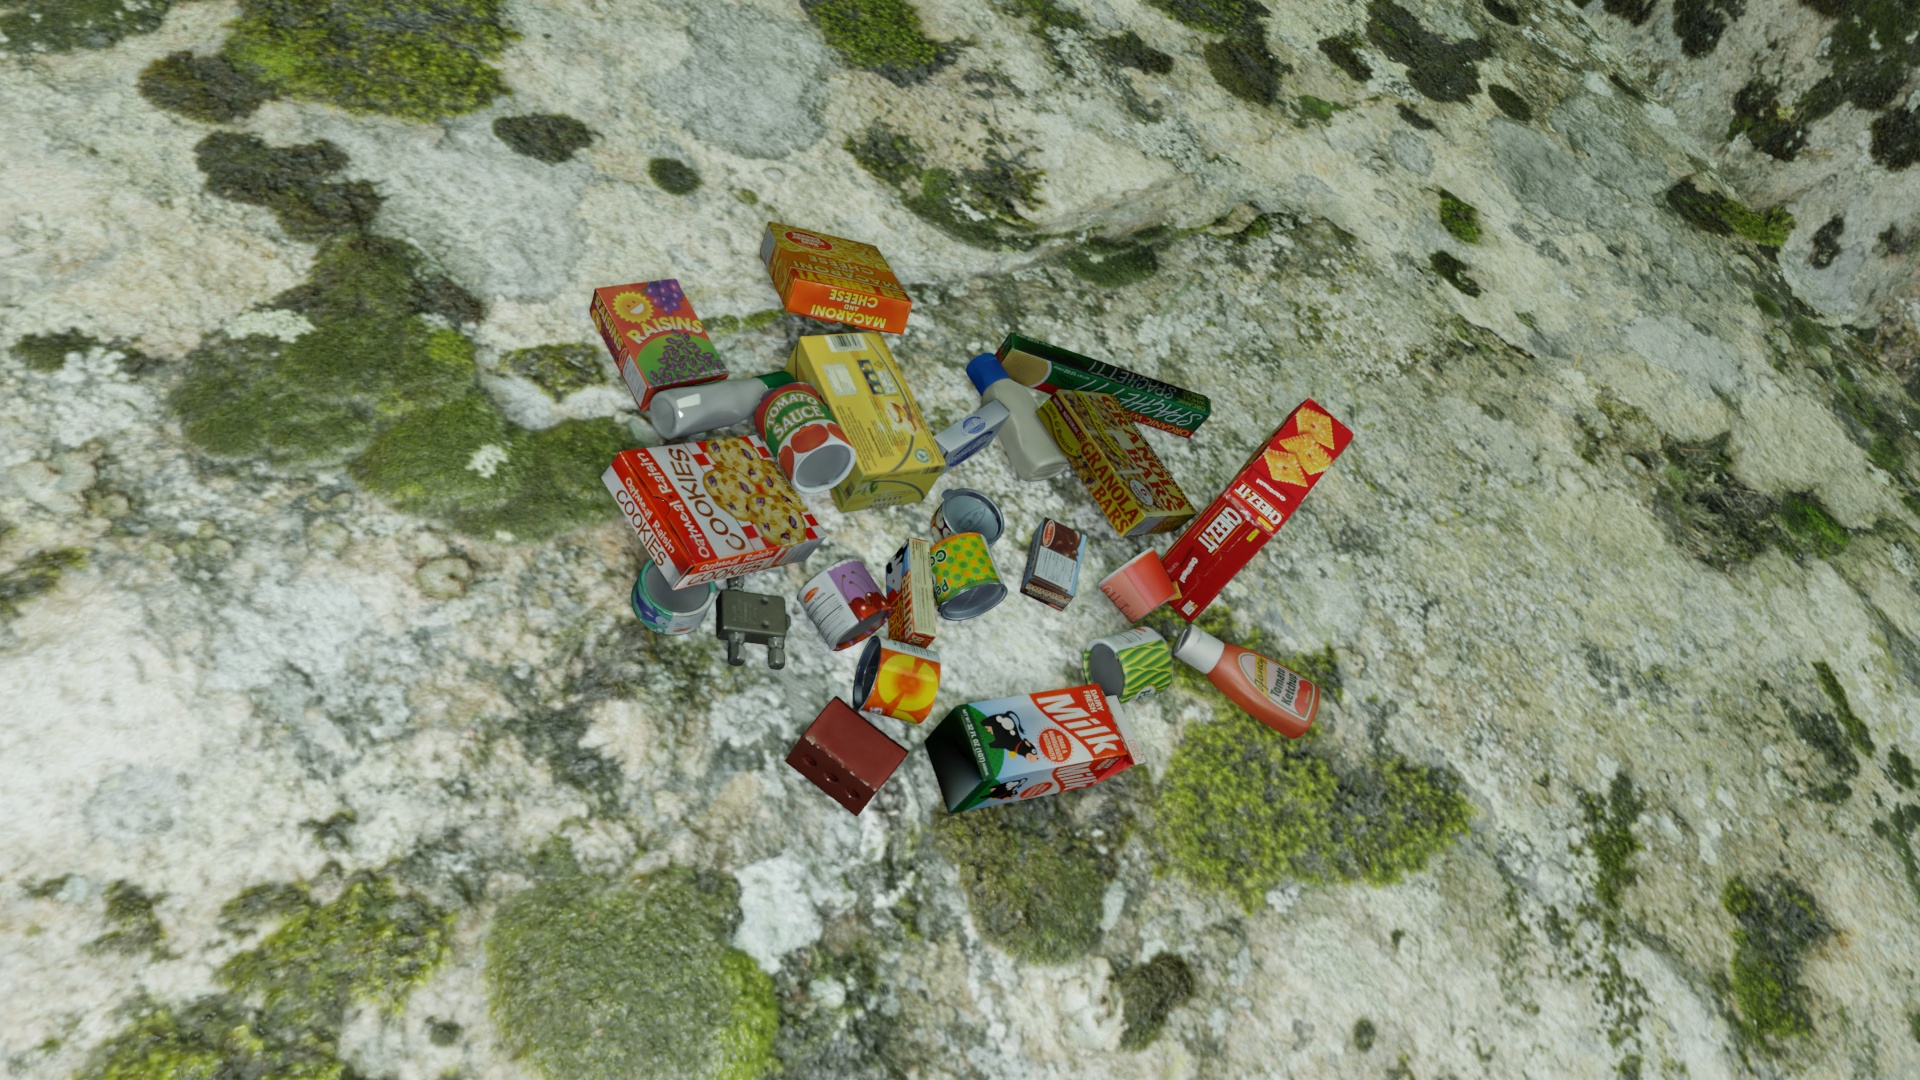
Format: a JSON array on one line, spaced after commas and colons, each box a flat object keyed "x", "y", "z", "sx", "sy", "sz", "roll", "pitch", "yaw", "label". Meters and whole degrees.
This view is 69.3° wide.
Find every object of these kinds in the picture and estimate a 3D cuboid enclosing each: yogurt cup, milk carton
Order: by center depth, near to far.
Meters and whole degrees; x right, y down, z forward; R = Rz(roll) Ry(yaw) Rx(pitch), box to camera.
[{"x": 0.074, "y": 0.179, "z": 1.219, "sx": 0.191, "sy": 0.073, "sz": 0.072, "roll": -5, "pitch": 60, "yaw": -31, "label": "milk carton"}, {"x": 0.178, "y": 0.046, "z": 1.379, "sx": 0.073, "sy": 0.072, "sz": 0.054, "roll": -29, "pitch": 82, "yaw": -39, "label": "yogurt cup"}]

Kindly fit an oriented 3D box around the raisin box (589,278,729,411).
[{"x": -0.287, "y": -0.188, "z": 1.318, "sx": 0.086, "sy": 0.040, "sz": 0.123, "roll": -16, "pitch": 65, "yaw": -35, "label": "raisin box"}]

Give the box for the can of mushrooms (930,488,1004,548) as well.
[{"x": 0.005, "y": -0.017, "z": 1.352, "sx": 0.071, "sy": 0.033, "sz": 0.071, "roll": 14, "pitch": 52, "yaw": -19, "label": "can of mushrooms"}]

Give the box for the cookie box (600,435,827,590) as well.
[{"x": -0.211, "y": -0.029, "z": 1.209, "sx": 0.168, "sy": 0.040, "sz": 0.123, "roll": -14, "pitch": 63, "yaw": -54, "label": "cookie box"}]

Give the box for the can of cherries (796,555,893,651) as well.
[{"x": -0.099, "y": 0.055, "z": 1.222, "sx": 0.072, "sy": 0.071, "sz": 0.058, "roll": -24, "pitch": 71, "yaw": -38, "label": "can of cherries"}]

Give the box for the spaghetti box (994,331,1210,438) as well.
[{"x": 0.159, "y": -0.170, "z": 1.534, "sx": 0.250, "sy": 0.050, "sz": 0.029, "roll": 16, "pitch": 53, "yaw": -17, "label": "spaghetti box"}]

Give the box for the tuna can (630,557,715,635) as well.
[{"x": -0.244, "y": 0.042, "z": 1.176, "sx": 0.071, "sy": 0.032, "sz": 0.071, "roll": 14, "pitch": 52, "yaw": -19, "label": "tuna can"}]

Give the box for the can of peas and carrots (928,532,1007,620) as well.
[{"x": 0.001, "y": 0.034, "z": 1.291, "sx": 0.071, "sy": 0.070, "sz": 0.059, "roll": -6, "pitch": 59, "yaw": -31, "label": "can of peas and carrots"}]

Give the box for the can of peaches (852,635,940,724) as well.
[{"x": -0.056, "y": 0.123, "z": 1.198, "sx": 0.058, "sy": 0.071, "sz": 0.071, "roll": 16, "pitch": 51, "yaw": -18, "label": "can of peaches"}]

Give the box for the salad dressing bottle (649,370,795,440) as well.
[{"x": -0.219, "y": -0.130, "z": 1.301, "sx": 0.148, "sy": 0.064, "sz": 0.044, "roll": -20, "pitch": 87, "yaw": -46, "label": "salad dressing bottle"}]

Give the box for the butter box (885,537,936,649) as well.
[{"x": -0.046, "y": 0.054, "z": 1.260, "sx": 0.024, "sy": 0.053, "sz": 0.104, "roll": 12, "pitch": 53, "yaw": -24, "label": "butter box"}]

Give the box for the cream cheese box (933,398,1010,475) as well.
[{"x": 0.003, "y": -0.101, "z": 1.399, "sx": 0.024, "sy": 0.053, "sz": 0.104, "roll": 46, "pitch": 49, "yaw": 11, "label": "cream cheese box"}]

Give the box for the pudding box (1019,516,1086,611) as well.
[{"x": 0.092, "y": 0.023, "z": 1.371, "sx": 0.049, "sy": 0.030, "sz": 0.084, "roll": 24, "pitch": 49, "yaw": -9, "label": "pudding box"}]

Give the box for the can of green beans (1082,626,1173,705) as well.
[{"x": 0.157, "y": 0.119, "z": 1.312, "sx": 0.058, "sy": 0.071, "sz": 0.071, "roll": -11, "pitch": 63, "yaw": -33, "label": "can of green beans"}]

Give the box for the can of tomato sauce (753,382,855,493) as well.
[{"x": -0.143, "y": -0.095, "z": 1.273, "sx": 0.071, "sy": 0.070, "sz": 0.083, "roll": -11, "pitch": 51, "yaw": -33, "label": "can of tomato sauce"}]

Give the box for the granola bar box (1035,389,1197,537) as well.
[{"x": 0.163, "y": -0.081, "z": 1.453, "sx": 0.124, "sy": 0.039, "sz": 0.166, "roll": -5, "pitch": 57, "yaw": -55, "label": "granola bar box"}]

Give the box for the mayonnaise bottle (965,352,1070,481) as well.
[{"x": 0.056, "y": -0.131, "z": 1.458, "sx": 0.065, "sy": 0.041, "sz": 0.148, "roll": -12, "pitch": 62, "yaw": -42, "label": "mayonnaise bottle"}]

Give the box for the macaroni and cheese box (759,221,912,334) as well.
[{"x": -0.129, "y": -0.268, "z": 1.417, "sx": 0.124, "sy": 0.040, "sz": 0.167, "roll": 8, "pitch": 28, "yaw": -23, "label": "macaroni and cheese box"}]

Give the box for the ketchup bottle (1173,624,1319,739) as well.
[{"x": 0.283, "y": 0.136, "z": 1.381, "sx": 0.149, "sy": 0.043, "sz": 0.065, "roll": 31, "pitch": 48, "yaw": -4, "label": "ketchup bottle"}]
